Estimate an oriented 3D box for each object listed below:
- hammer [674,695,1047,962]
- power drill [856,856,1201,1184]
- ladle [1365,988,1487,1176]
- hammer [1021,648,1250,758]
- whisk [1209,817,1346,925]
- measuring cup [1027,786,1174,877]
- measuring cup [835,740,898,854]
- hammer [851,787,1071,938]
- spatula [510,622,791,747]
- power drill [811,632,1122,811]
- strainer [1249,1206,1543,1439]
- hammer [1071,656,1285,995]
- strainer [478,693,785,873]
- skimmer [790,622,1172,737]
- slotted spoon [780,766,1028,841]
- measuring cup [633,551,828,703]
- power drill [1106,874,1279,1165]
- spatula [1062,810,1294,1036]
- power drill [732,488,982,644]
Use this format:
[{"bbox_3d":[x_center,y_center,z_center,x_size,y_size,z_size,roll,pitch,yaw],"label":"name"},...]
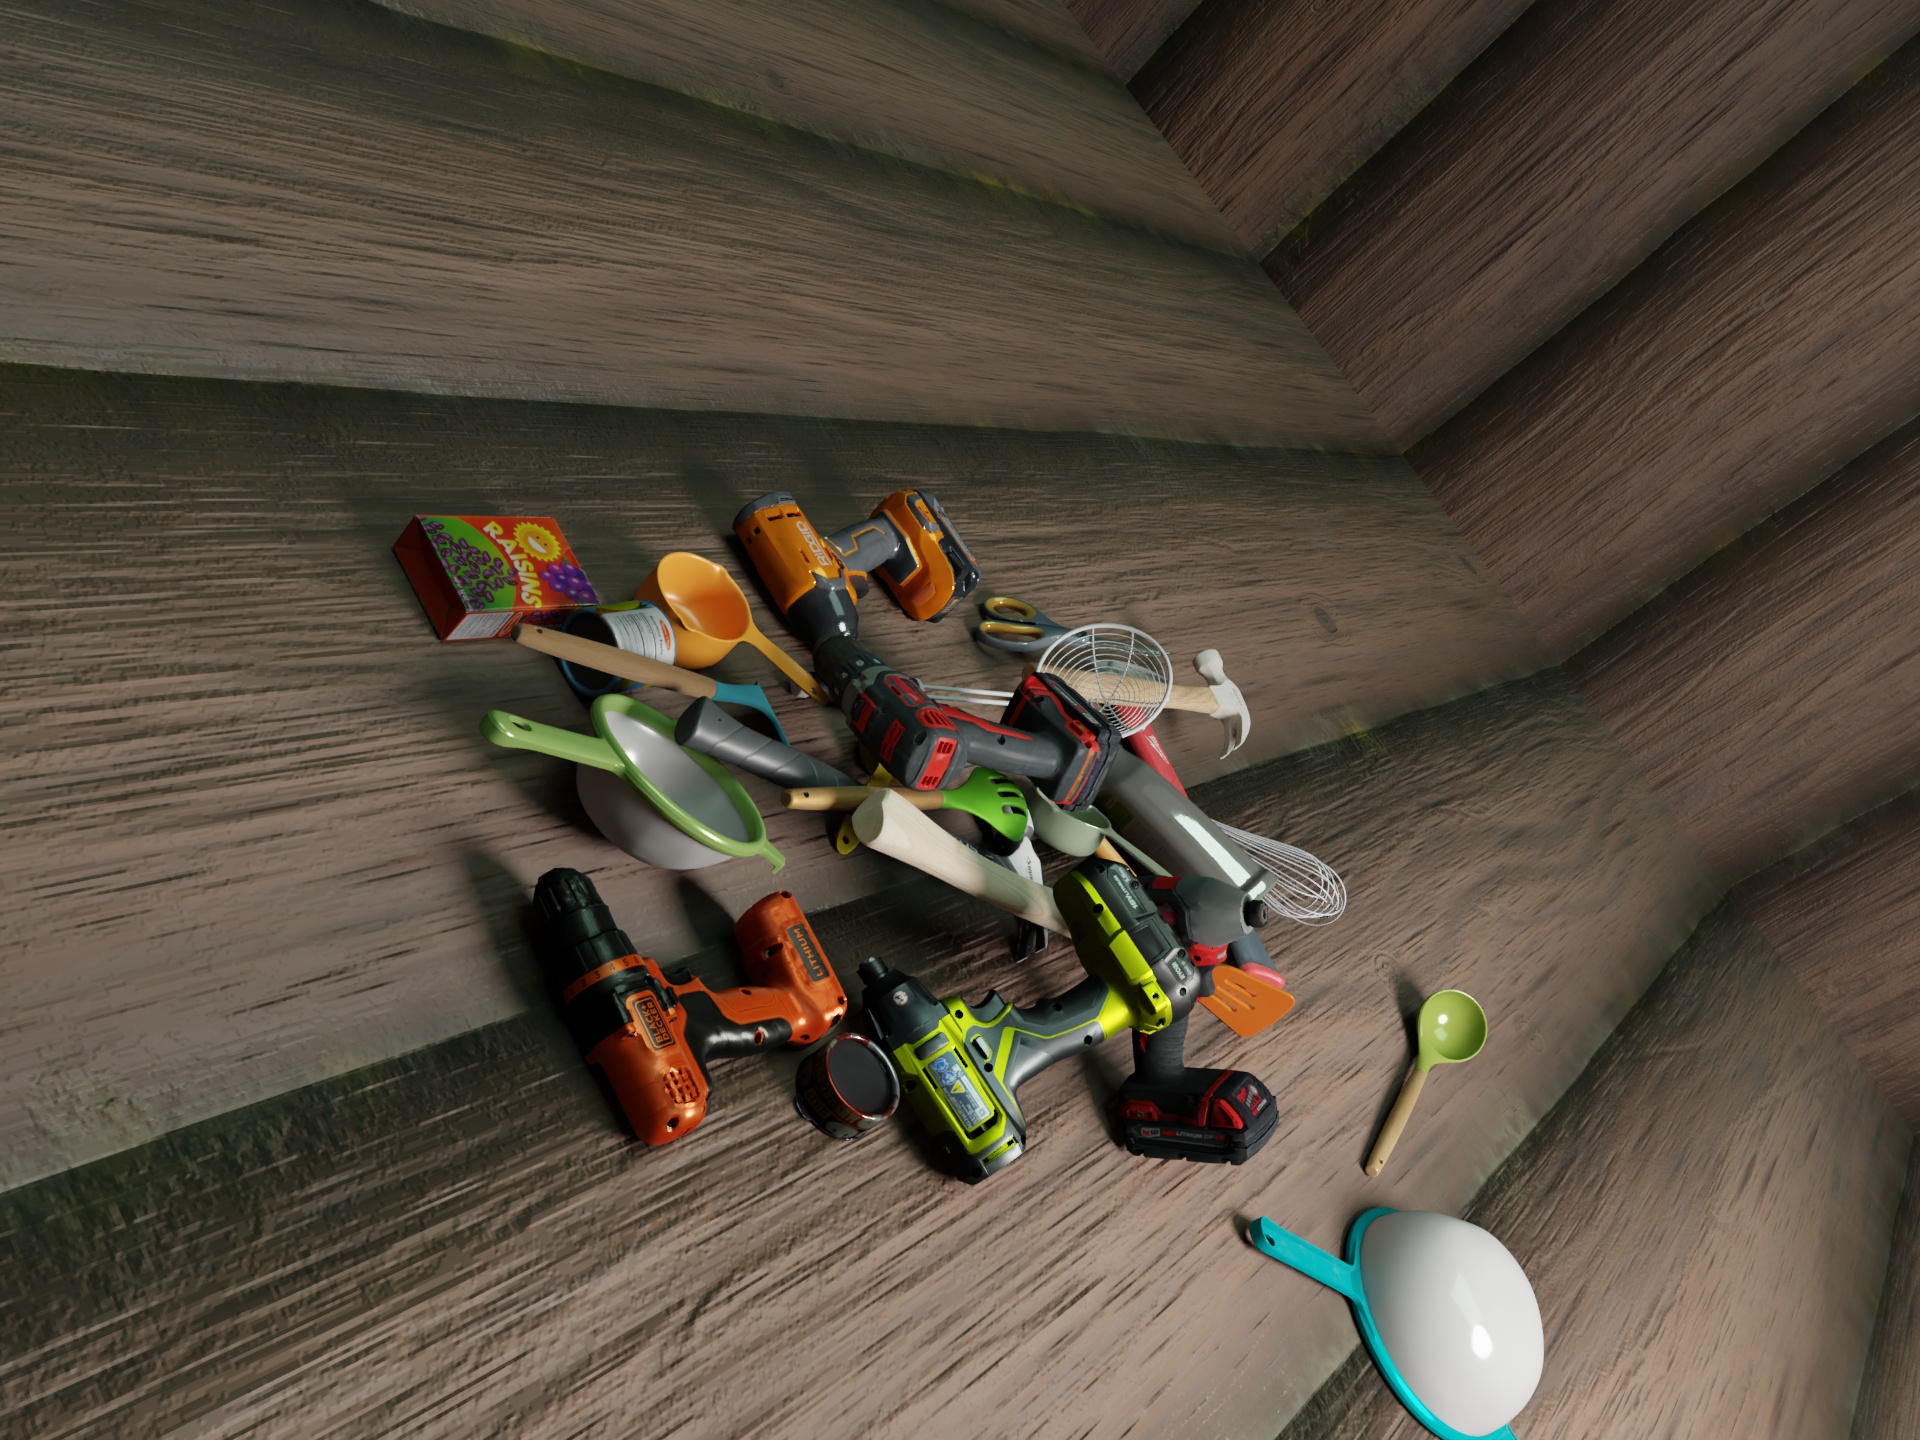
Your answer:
[{"bbox_3d":[-0.062,0.074,1.235,0.408,0.036,0.149,29,38,-44],"label":"hammer"},{"bbox_3d":[0.047,0.202,1.154,0.223,0.080,0.171,-31,81,-20],"label":"power drill"},{"bbox_3d":[0.467,0.366,1.609,0.078,0.062,0.320,51,34,4],"label":"ladle"},{"bbox_3d":[0.186,-0.026,1.628,0.331,0.031,0.130,5,52,-44],"label":"hammer"},{"bbox_3d":[0.243,0.110,1.540,0.285,0.070,0.070,31,27,18],"label":"whisk"},{"bbox_3d":[0.127,0.116,1.417,0.168,0.038,0.083,36,16,28],"label":"measuring cup"},{"bbox_3d":[-0.077,0.057,1.306,0.062,0.029,0.157,47,43,-19],"label":"measuring cup"},{"bbox_3d":[0.056,0.151,1.269,0.410,0.038,0.146,30,40,-47],"label":"hammer"},{"bbox_3d":[-0.205,-0.020,1.143,0.317,0.044,0.082,20,36,-55],"label":"spatula"},{"bbox_3d":[-0.002,-0.004,1.295,0.226,0.080,0.188,8,25,-39],"label":"power drill"},{"bbox_3d":[0.391,0.478,1.354,0.340,0.095,0.211,33,35,-26],"label":"strainer"},{"bbox_3d":[0.237,0.103,1.624,0.143,0.038,0.387,9,49,-49],"label":"hammer"},{"bbox_3d":[-0.232,0.045,1.035,0.152,0.069,0.256,49,12,27],"label":"strainer"},{"bbox_3d":[0.025,-0.041,1.406,0.363,0.090,0.127,3,51,-35],"label":"skimmer"},{"bbox_3d":[-0.032,0.062,1.232,0.313,0.031,0.070,5,55,-56],"label":"slotted spoon"},{"bbox_3d":[-0.184,-0.057,1.264,0.173,0.052,0.095,41,32,-17],"label":"measuring cup"},{"bbox_3d":[0.182,0.229,1.250,0.078,0.143,0.219,-20,103,-58],"label":"power drill"},{"bbox_3d":[0.174,0.161,1.474,0.041,0.081,0.323,-27,73,-44],"label":"spatula"},{"bbox_3d":[-0.084,-0.132,1.443,0.226,0.084,0.164,-14,67,-51],"label":"power drill"}]
